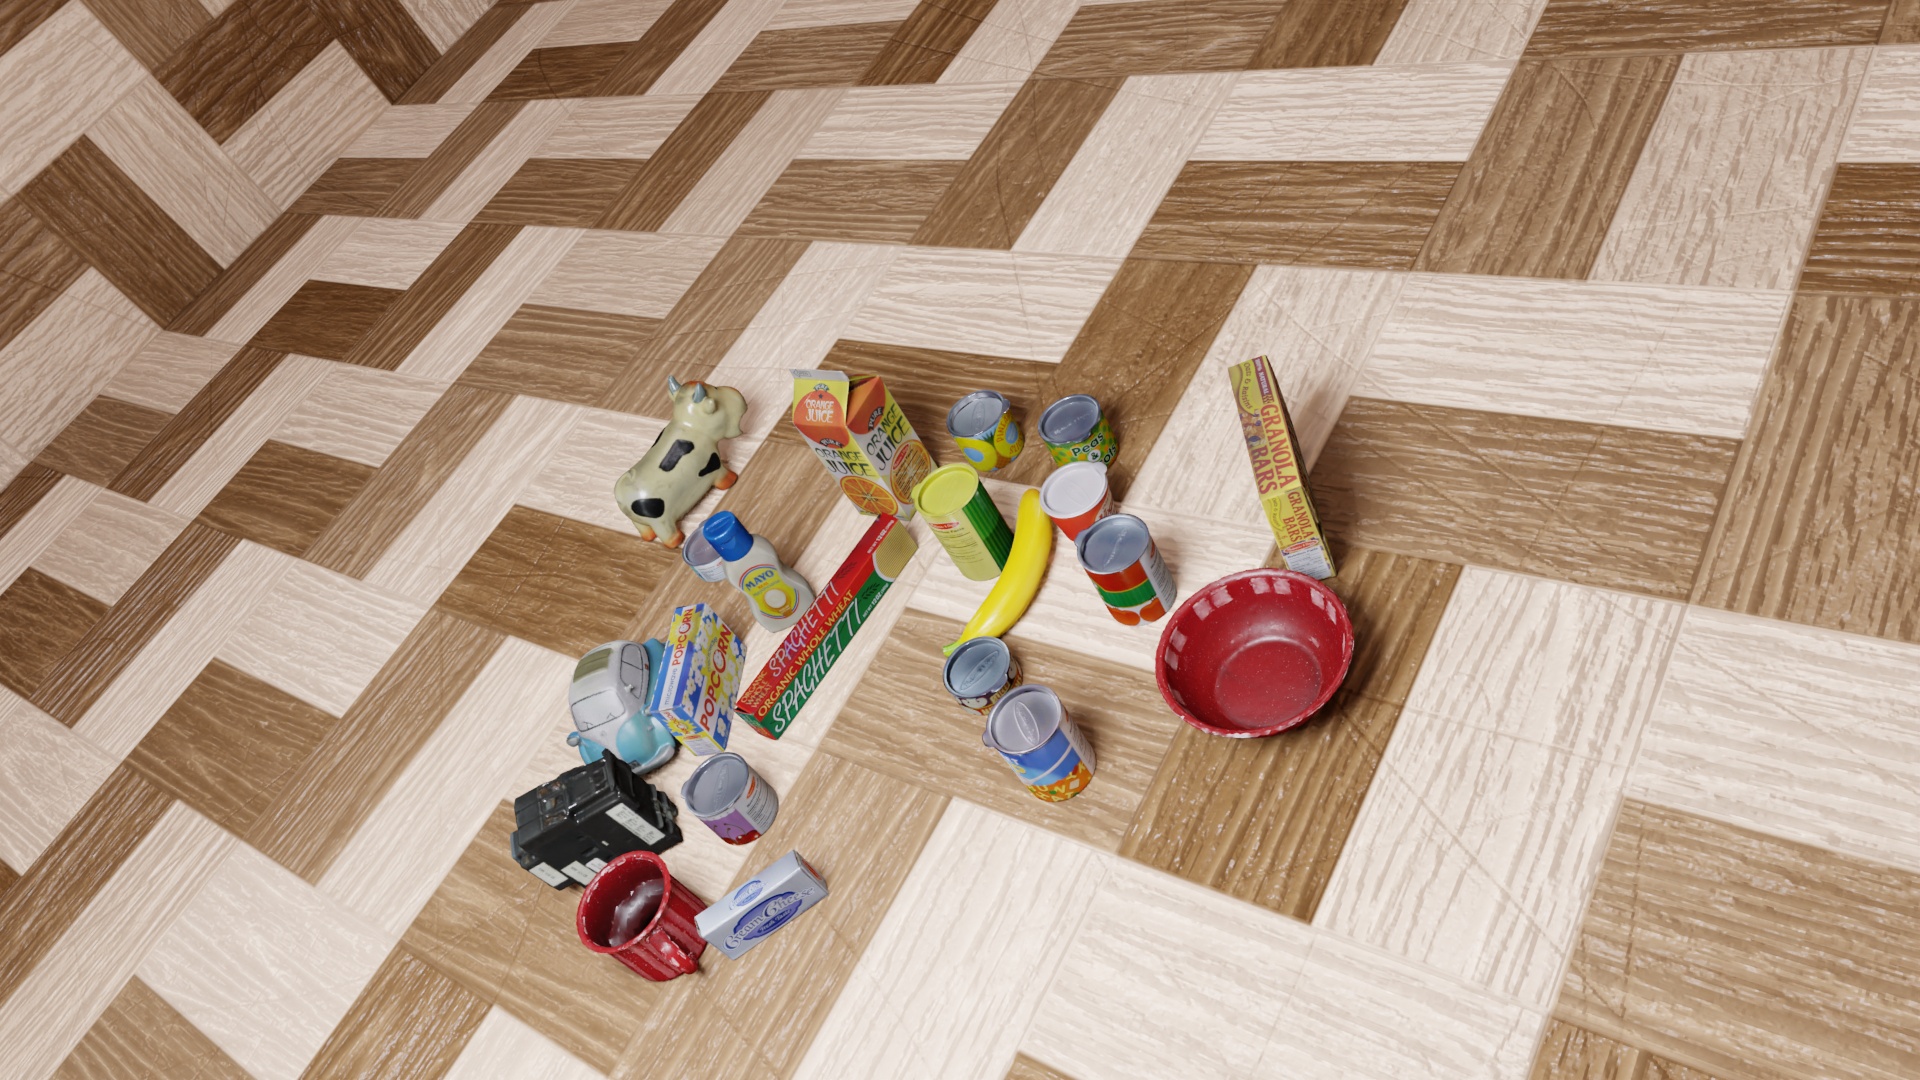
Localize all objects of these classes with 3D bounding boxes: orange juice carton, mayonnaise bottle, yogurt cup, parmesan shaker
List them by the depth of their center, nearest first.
[{"bbox_3d":[0.116,-0.034,1.326,0.072,0.053,0.073,-16,46,17],"label":"yogurt cup"},{"bbox_3d":[0.005,-0.017,1.340,0.071,0.102,0.072,-16,46,18],"label":"parmesan shaker"},{"bbox_3d":[-0.204,0.030,1.387,0.065,0.147,0.041,-31,43,2],"label":"mayonnaise bottle"},{"bbox_3d":[-0.103,-0.109,1.420,0.072,0.192,0.073,8,57,36],"label":"orange juice carton"}]

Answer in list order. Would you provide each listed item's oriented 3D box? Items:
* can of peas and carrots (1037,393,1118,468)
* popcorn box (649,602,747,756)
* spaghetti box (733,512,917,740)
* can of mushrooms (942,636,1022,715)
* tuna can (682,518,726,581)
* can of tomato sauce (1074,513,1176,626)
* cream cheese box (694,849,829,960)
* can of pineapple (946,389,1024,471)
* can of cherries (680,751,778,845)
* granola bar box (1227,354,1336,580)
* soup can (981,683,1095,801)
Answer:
[{"bbox_3d":[0.119,-0.101,1.381,0.071,0.058,0.071,-16,46,17],"label":"can of peas and carrots"},{"bbox_3d":[-0.257,0.137,1.368,0.038,0.085,0.127,-13,47,21],"label":"popcorn box"},{"bbox_3d":[-0.129,0.083,1.367,0.029,0.050,0.251,17,62,40],"label":"spaghetti box"},{"bbox_3d":[0.022,0.124,1.254,0.071,0.033,0.071,-16,46,17],"label":"can of mushrooms"},{"bbox_3d":[-0.270,0.009,1.528,0.071,0.032,0.071,-16,46,17],"label":"tuna can"},{"bbox_3d":[0.146,0.027,1.232,0.071,0.082,0.071,-16,46,18],"label":"can of tomato sauce"},{"bbox_3d":[-0.168,0.311,1.182,0.104,0.053,0.024,-34,43,-1],"label":"cream cheese box"},{"bbox_3d":[0.028,-0.114,1.446,0.071,0.057,0.071,-16,46,17],"label":"can of pineapple"},{"bbox_3d":[-0.211,0.237,1.271,0.071,0.058,0.072,-16,46,17],"label":"can of cherries"},{"bbox_3d":[0.278,-0.061,1.204,0.039,0.123,0.166,-18,45,16],"label":"granola bar box"},{"bbox_3d":[0.065,0.170,1.150,0.071,0.083,0.072,-16,46,18],"label":"soup can"}]
